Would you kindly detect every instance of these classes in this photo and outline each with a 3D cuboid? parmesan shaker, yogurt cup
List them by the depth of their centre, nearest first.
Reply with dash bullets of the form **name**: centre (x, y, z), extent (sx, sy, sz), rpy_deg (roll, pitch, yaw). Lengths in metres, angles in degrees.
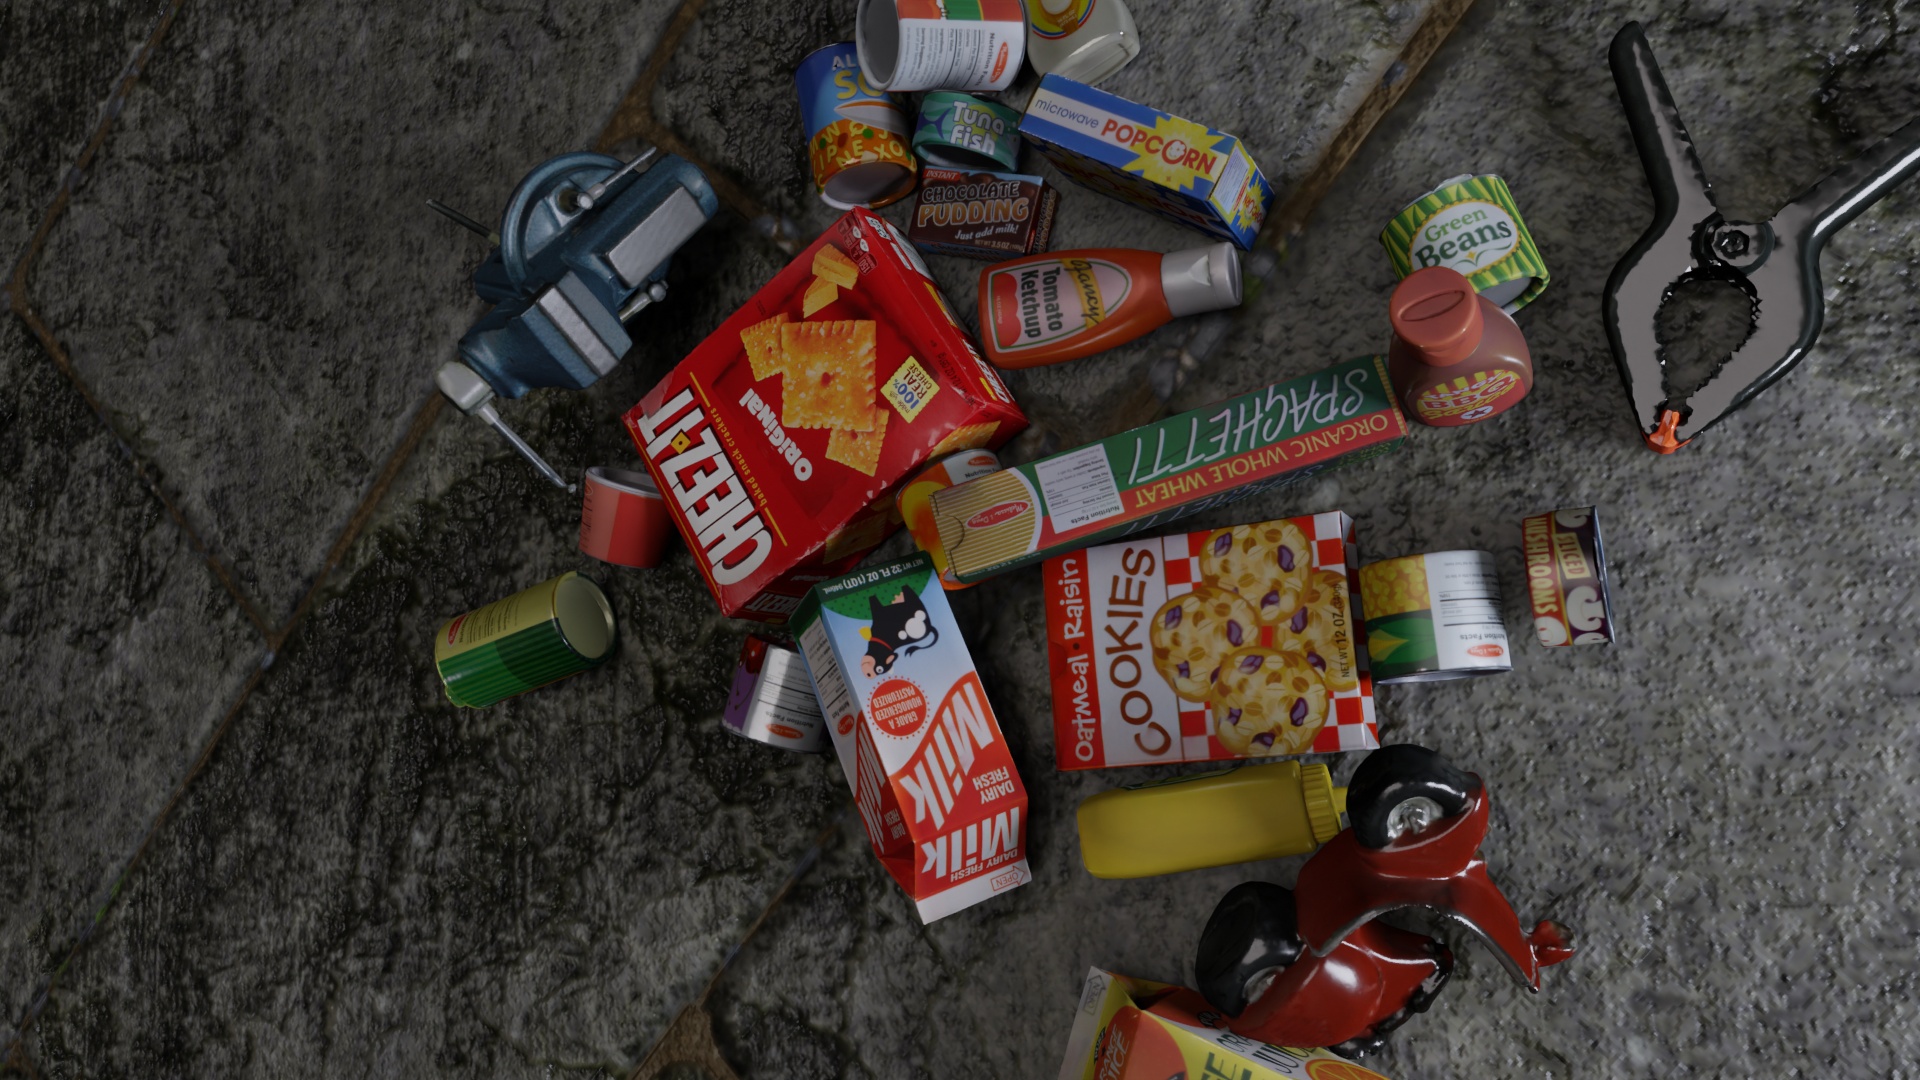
- **yogurt cup**: centre (-0.218, -0.015, 0.916), extent (0.072, 0.072, 0.054), rpy_deg (20, 99, 27)
- **parmesan shaker**: centre (-0.291, 0.070, 0.934), extent (0.103, 0.071, 0.071), rpy_deg (-20, 74, 21)

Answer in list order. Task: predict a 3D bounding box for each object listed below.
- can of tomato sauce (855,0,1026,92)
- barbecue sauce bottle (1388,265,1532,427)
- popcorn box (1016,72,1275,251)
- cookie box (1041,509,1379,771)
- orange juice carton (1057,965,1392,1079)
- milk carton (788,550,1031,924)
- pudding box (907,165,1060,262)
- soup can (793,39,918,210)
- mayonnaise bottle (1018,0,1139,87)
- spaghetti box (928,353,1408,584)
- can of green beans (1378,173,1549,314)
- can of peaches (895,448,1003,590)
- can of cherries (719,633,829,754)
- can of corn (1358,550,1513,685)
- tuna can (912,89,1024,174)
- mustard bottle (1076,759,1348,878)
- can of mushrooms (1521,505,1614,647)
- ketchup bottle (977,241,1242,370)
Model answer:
- **can of tomato sauce**: centre (-0.014, -0.305, 0.837), extent (0.071, 0.083, 0.071), rpy_deg (31, 125, 56)
- **barbecue sauce bottle**: centre (0.233, -0.091, 0.660), extent (0.065, 0.148, 0.044), rpy_deg (-18, 75, 23)
- **popcorn box**: centre (0.104, -0.212, 0.777), extent (0.127, 0.085, 0.038), rpy_deg (29, 95, 27)
- **cookie box**: centre (0.130, 0.057, 0.748), extent (0.167, 0.040, 0.123), rpy_deg (-8, 79, 25)
- **orange juice carton**: centre (0.140, 0.283, 0.690), extent (0.193, 0.073, 0.072), rpy_deg (17, 91, 27)
- **milk carton**: centre (-0.025, 0.111, 0.777), extent (0.191, 0.072, 0.073), rpy_deg (68, 155, 13)
- **pudding box**: centre (0.014, -0.199, 0.849), extent (0.084, 0.030, 0.049), rpy_deg (14, 88, 27)
- **soup can**: centre (-0.064, -0.262, 0.875), extent (0.071, 0.071, 0.084), rpy_deg (-18, 76, 23)
- **mayonnaise bottle**: centre (0.055, -0.346, 0.846), extent (0.064, 0.041, 0.148), rpy_deg (-27, 72, 22)
- **spaghetti box**: centre (0.109, -0.037, 0.742), extent (0.250, 0.028, 0.050), rpy_deg (-17, 75, 5)
- **can of green beans**: centre (0.255, -0.143, 0.704), extent (0.071, 0.071, 0.058), rpy_deg (-25, 73, 21)
- **can of peaches**: centre (0.003, -0.010, 0.807), extent (0.071, 0.071, 0.058), rpy_deg (-34, 70, 18)
- **can of cherries**: centre (-0.107, 0.092, 0.845), extent (0.071, 0.071, 0.058), rpy_deg (15, 89, 27)
- **can of corn**: centre (0.232, 0.039, 0.689), extent (0.071, 0.071, 0.058), rpy_deg (-9, 78, 25)
- **tuna can**: centre (0.006, -0.245, 0.838), extent (0.071, 0.071, 0.033), rpy_deg (14, 91, 27)
- **mustard bottle**: centre (0.143, 0.142, 0.719), extent (0.160, 0.065, 0.049), rpy_deg (-13, 78, 16)
- **can of mushrooms**: centre (0.289, 0.017, 0.661), extent (0.033, 0.071, 0.071), rpy_deg (-8, 79, 26)
- **ketchup bottle**: centre (0.085, -0.140, 0.799), extent (0.148, 0.043, 0.065), rpy_deg (-7, 83, 24)
